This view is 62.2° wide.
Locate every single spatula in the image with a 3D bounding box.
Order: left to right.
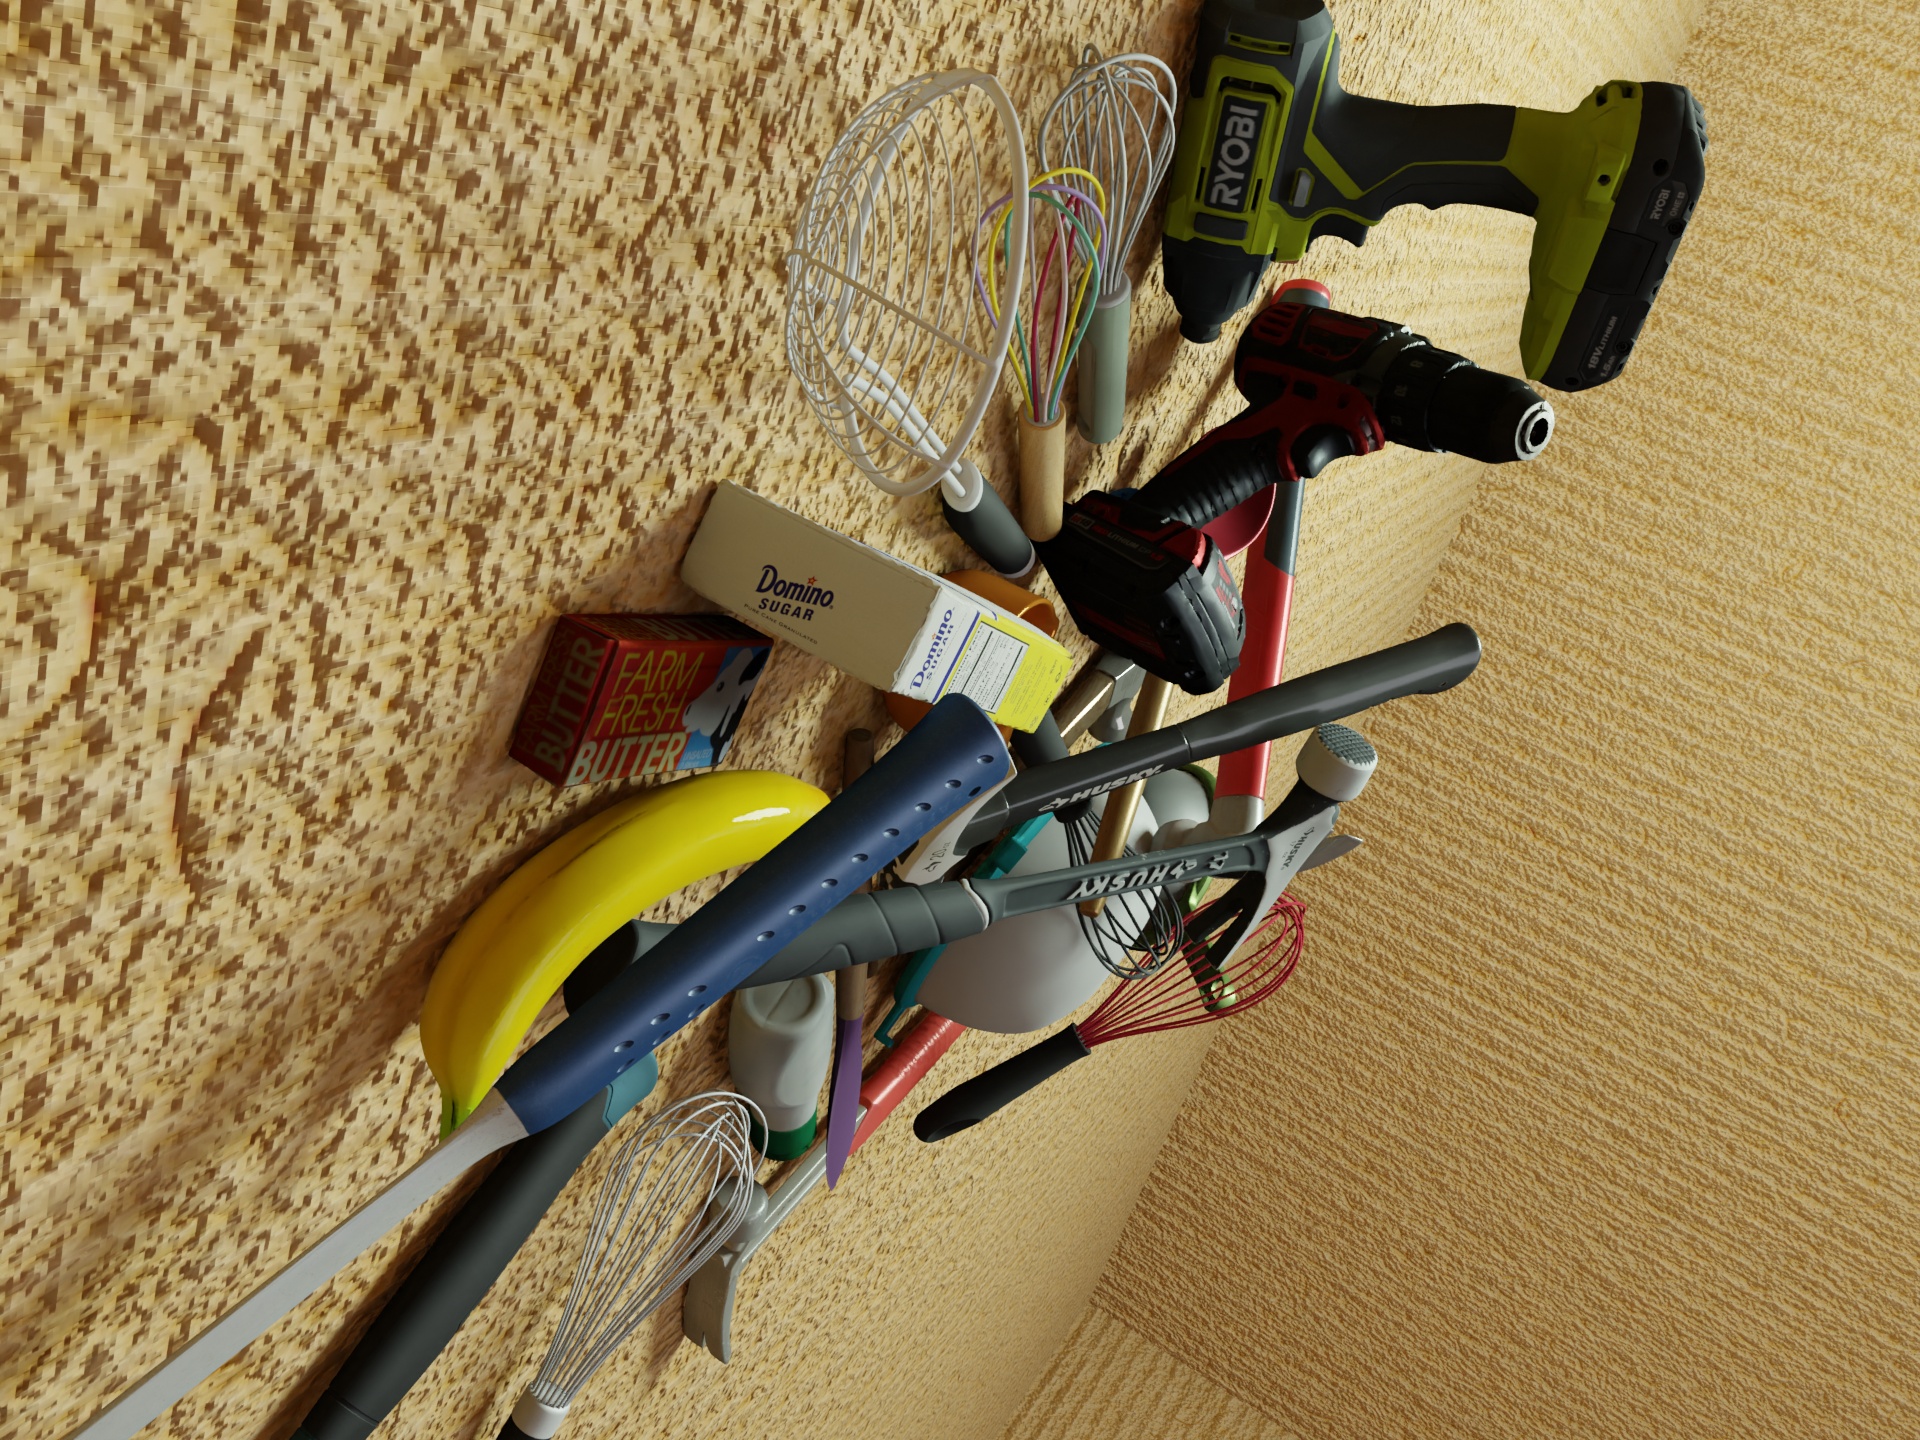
[{"bbox_3d":[-0.058,0.135,0.827,0.060,0.018,0.315,-66,165,-53],"label":"spatula"}]

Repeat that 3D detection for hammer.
[{"bbox_3d":[-0.223,0.252,0.584,0.331,0.033,0.128,-53,161,-26],"label":"hammer"},{"bbox_3d":[-0.143,0.125,0.475,0.405,0.035,0.144,-38,155,-22],"label":"hammer"},{"bbox_3d":[-0.051,0.247,1.030,0.359,0.037,0.149,-40,152,-47],"label":"hammer"},{"bbox_3d":[0.018,0.083,0.716,0.408,0.036,0.149,-6,134,-36],"label":"hammer"},{"bbox_3d":[0.031,0.038,0.962,0.331,0.031,0.130,-45,155,-42],"label":"hammer"},{"bbox_3d":[0.122,0.006,0.789,0.334,0.035,0.146,-17,157,-21],"label":"hammer"},{"bbox_3d":[0.195,-0.096,0.948,0.143,0.038,0.386,-17,-122,57],"label":"hammer"}]

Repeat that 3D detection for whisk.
[{"bbox_3d":[-0.178,0.290,0.733,0.284,0.070,0.070,-58,162,3],"label":"whisk"},{"bbox_3d":[0.040,-0.150,0.699,0.047,0.051,0.244,-56,164,-20],"label":"whisk"},{"bbox_3d":[0.058,0.048,0.857,0.055,0.055,0.238,-48,119,-37],"label":"whisk"},{"bbox_3d":[0.063,-0.197,0.702,0.059,0.058,0.246,-23,156,-6],"label":"whisk"},{"bbox_3d":[0.095,0.196,1.028,0.296,0.073,0.073,-32,163,8],"label":"whisk"}]

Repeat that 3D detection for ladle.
[{"bbox_3d":[0.116,-0.034,0.880,0.031,0.069,0.316,-18,-135,53],"label":"ladle"}]

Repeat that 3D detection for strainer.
[{"bbox_3d":[0.093,0.098,1.037,0.340,0.095,0.211,-35,161,-50],"label":"strainer"},{"bbox_3d":[0.133,0.117,1.145,0.151,0.069,0.257,-54,-155,19],"label":"strainer"}]

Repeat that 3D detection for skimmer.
[{"bbox_3d":[0.015,-0.111,0.611,0.363,0.090,0.127,36,51,-74],"label":"skimmer"}]

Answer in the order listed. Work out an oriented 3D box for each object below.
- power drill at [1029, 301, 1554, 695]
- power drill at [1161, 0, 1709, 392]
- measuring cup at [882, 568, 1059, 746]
[{"bbox_3d":[0.169,-0.120,0.818,0.227,0.188,0.080,-44,132,-12],"label":"power drill"},{"bbox_3d":[0.208,-0.236,0.742,0.171,0.223,0.080,96,11,-46],"label":"power drill"},{"bbox_3d":[-0.001,-0.003,0.787,0.095,0.052,0.173,-50,160,-33],"label":"measuring cup"}]
